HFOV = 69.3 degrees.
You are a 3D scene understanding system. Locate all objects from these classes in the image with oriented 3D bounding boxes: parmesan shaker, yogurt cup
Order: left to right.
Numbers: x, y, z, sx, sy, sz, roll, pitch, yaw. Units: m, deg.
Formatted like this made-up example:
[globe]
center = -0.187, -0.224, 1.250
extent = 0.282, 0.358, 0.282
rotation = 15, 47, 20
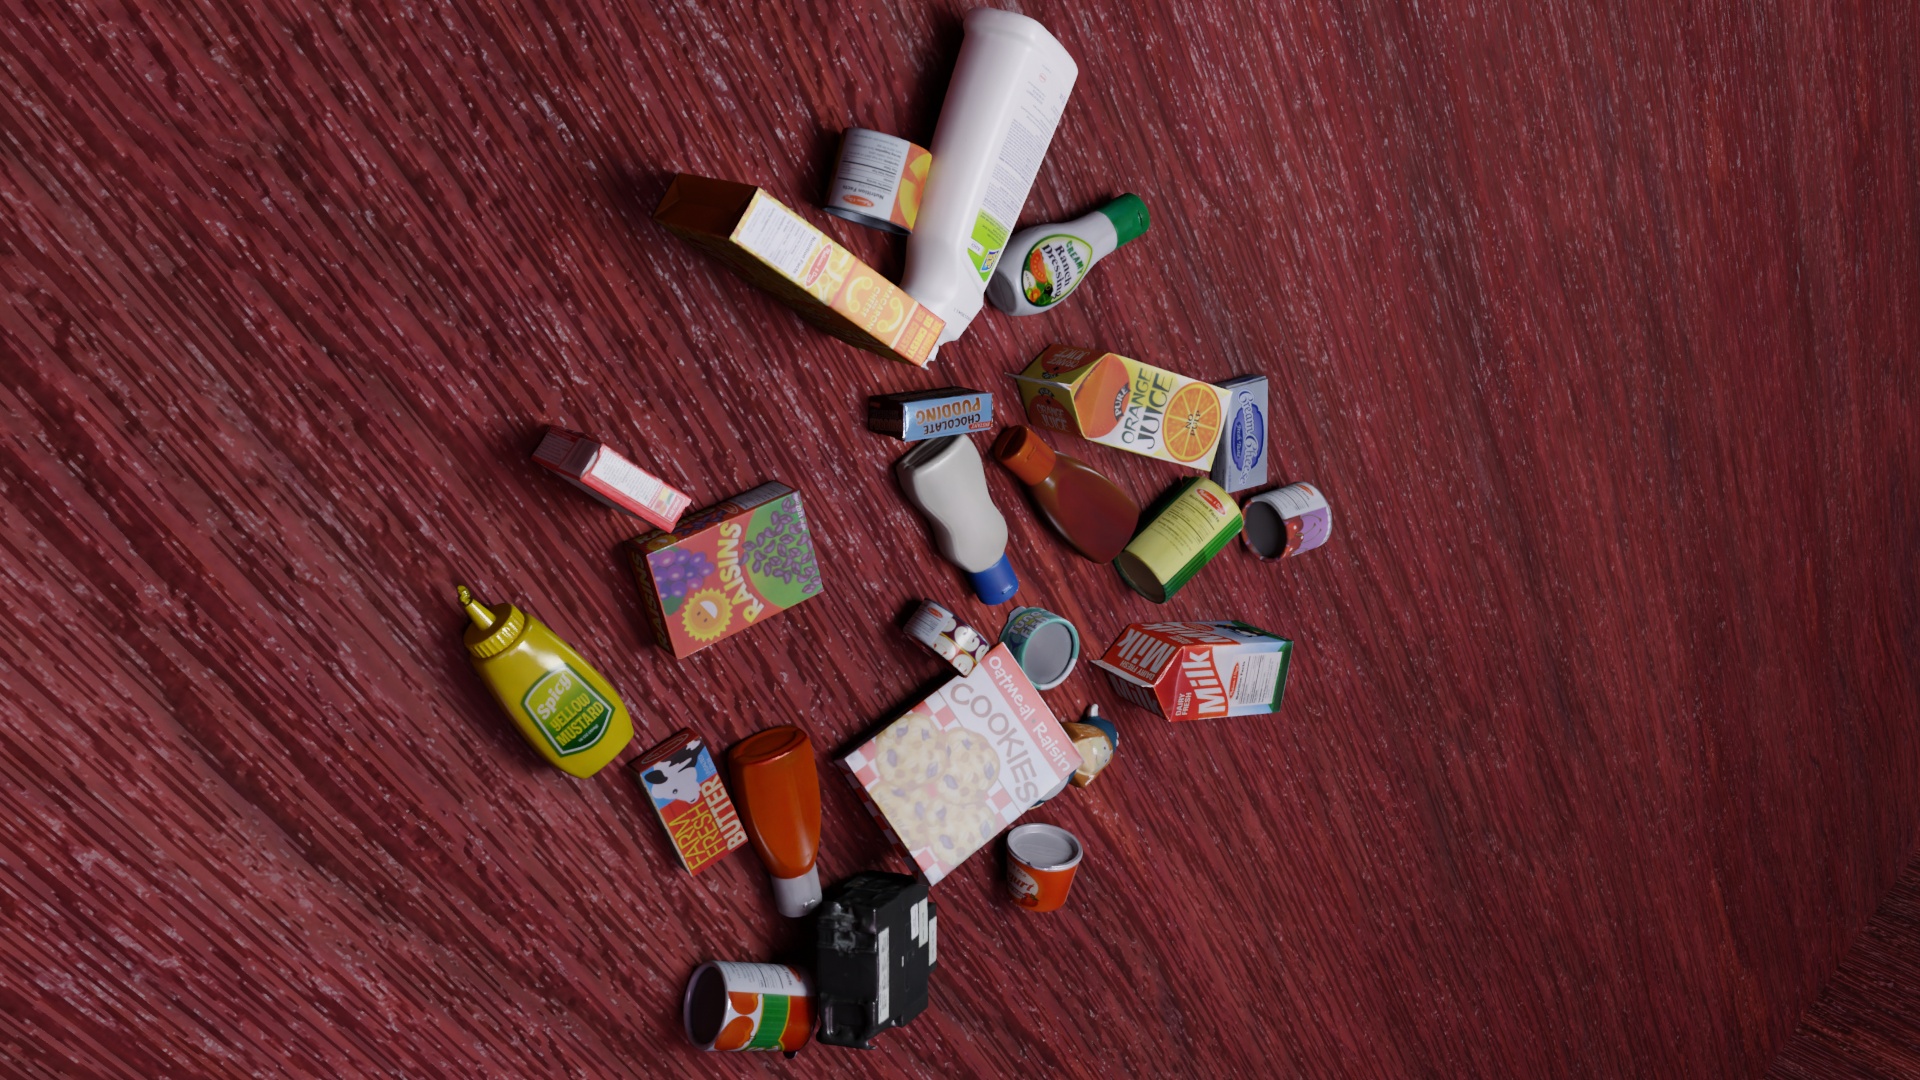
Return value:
[yogurt cup]
center = 0.071, 0.291, 1.232
extent = 0.072, 0.072, 0.053
rotation = -8, 116, -34
[parmesan shaker]
center = 0.190, -0.002, 1.234
extent = 0.103, 0.071, 0.071
rotation = -41, 124, -18

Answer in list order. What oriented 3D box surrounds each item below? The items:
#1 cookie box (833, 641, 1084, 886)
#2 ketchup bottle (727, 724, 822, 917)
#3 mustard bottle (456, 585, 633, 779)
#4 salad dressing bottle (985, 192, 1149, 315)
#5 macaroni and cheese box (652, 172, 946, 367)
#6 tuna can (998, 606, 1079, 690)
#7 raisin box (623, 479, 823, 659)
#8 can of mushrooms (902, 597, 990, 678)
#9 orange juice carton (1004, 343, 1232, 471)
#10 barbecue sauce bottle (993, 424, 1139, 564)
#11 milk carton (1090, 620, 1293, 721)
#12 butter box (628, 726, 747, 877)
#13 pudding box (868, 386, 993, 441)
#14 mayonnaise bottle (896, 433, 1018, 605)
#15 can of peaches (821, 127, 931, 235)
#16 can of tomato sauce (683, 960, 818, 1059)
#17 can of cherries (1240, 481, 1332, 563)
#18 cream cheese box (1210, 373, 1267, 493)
[cookie box]
center = 0.001, 0.179, 1.129
extent = 0.168, 0.040, 0.123
rotation = -35, 91, -23
[ketchup bottle]
center = -0.136, 0.220, 1.071
extent = 0.065, 0.043, 0.148
rotation = -21, 115, -31
[mustard bottle]
center = -0.284, 0.089, 0.921
extent = 0.065, 0.049, 0.159
rotation = -45, 125, -19
[salad dressing bottle]
center = 0.086, -0.230, 1.102
extent = 0.148, 0.044, 0.064
rotation = -34, 122, -24
[macaroni and cheese box]
center = -0.107, -0.179, 0.925
extent = 0.166, 0.124, 0.040
rotation = 31, 88, -38
[tuna can]
center = 0.067, 0.091, 1.188
extent = 0.071, 0.033, 0.070
rotation = -12, 111, -34
[raisin box]
center = -0.167, 0.019, 0.993
extent = 0.124, 0.040, 0.085
rotation = -26, 118, -29
[can of mushrooms]
center = -0.010, 0.079, 1.107
extent = 0.033, 0.071, 0.071
rotation = -53, 127, -11
[orange juice carton]
center = 0.129, -0.114, 1.149
extent = 0.193, 0.072, 0.073
rotation = 10, 97, -38
[barbecue sauce bottle]
center = 0.087, -0.041, 1.158
extent = 0.148, 0.044, 0.065
rotation = 39, 80, -36
[milk carton]
center = 0.212, 0.119, 1.279
extent = 0.191, 0.072, 0.073
rotation = 1, 103, -37
[butter box]
center = -0.200, 0.194, 1.029
extent = 0.053, 0.024, 0.103
rotation = -32, 120, -24
[pudding box]
center = -0.022, -0.097, 1.058
extent = 0.084, 0.050, 0.030
rotation = -11, 108, -33
[mayonnaise bottle]
center = 0.004, -0.014, 1.108
extent = 0.065, 0.041, 0.147
rotation = -38, 124, -20
[can of peaches]
center = -0.058, -0.252, 0.978
extent = 0.071, 0.071, 0.058
rotation = 11, 97, -38
[can of tomato sauce]
center = -0.164, 0.364, 1.078
extent = 0.083, 0.071, 0.071
rotation = 17, 93, -37
[can of cherries]
center = 0.306, -0.015, 1.312
extent = 0.058, 0.071, 0.071
rotation = -18, 113, -31
[cream cheese box]
center = 0.256, -0.097, 1.277
extent = 0.053, 0.024, 0.103
rotation = -16, 112, -32
